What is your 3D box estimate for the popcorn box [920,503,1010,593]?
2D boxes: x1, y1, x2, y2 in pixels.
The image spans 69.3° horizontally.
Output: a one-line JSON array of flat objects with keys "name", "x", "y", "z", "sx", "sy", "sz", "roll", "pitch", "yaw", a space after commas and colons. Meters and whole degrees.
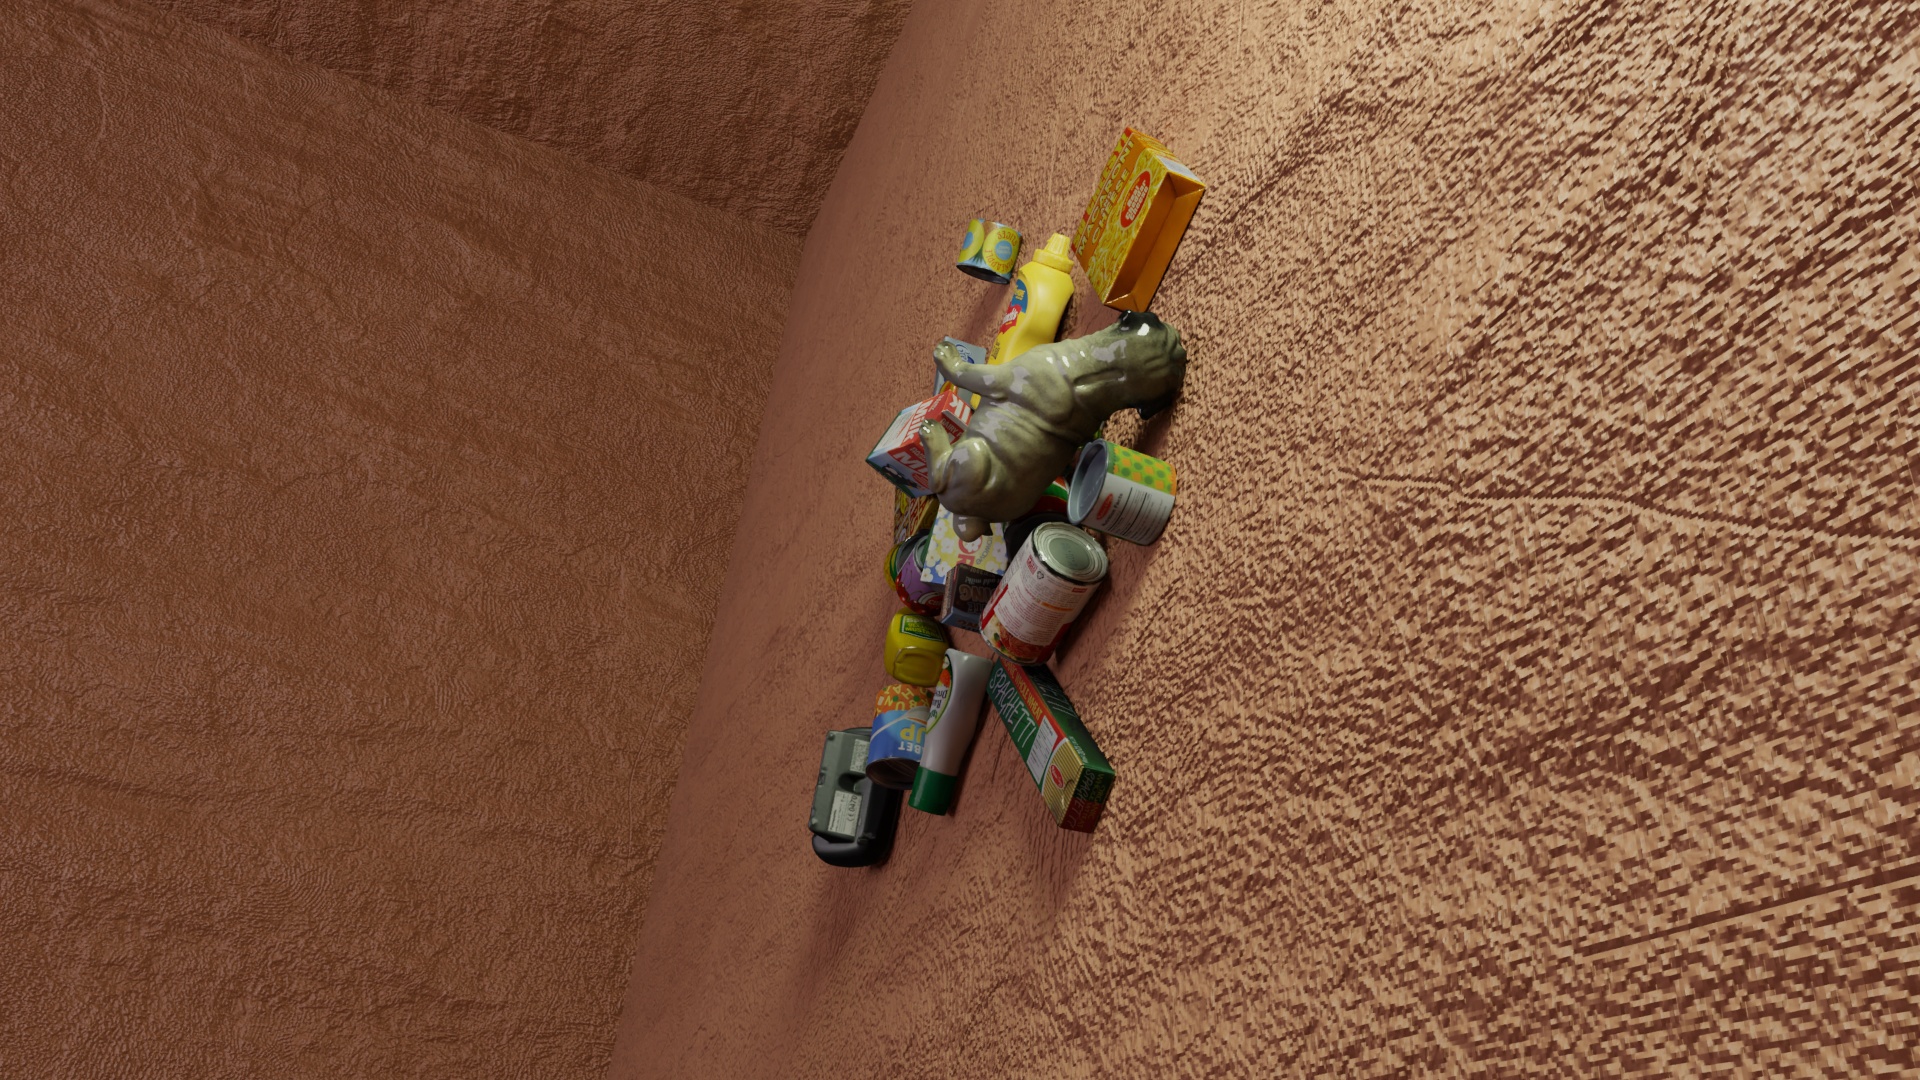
[{"name": "popcorn box", "x": 0.022, "y": -0.011, "z": 1.283, "sx": 0.038, "sy": 0.085, "sz": 0.127, "roll": 35, "pitch": -113, "yaw": -60}]

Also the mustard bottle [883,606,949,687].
[{"name": "mustard bottle", "x": -0.048, "y": 0.101, "z": 1.446, "sx": 0.161, "sy": 0.065, "sz": 0.048, "roll": -108, "pitch": 33, "yaw": -71}]

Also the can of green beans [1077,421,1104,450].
[{"name": "can of green beans", "x": 0.092, "y": -0.114, "z": 1.184, "sx": 0.071, "sy": 0.071, "sz": 0.058, "roll": 153, "pitch": 131, "yaw": -69}]

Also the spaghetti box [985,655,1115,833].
[{"name": "spaghetti box", "x": 0.064, "y": 0.143, "z": 1.071, "sx": 0.251, "sy": 0.029, "sz": 0.050, "roll": -122, "pitch": 52, "yaw": -70}]

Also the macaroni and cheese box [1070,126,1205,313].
[{"name": "macaroni and cheese box", "x": 0.150, "y": -0.282, "z": 1.214, "sx": 0.167, "sy": 0.040, "sz": 0.123, "roll": -103, "pitch": 34, "yaw": -61}]

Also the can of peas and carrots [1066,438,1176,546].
[{"name": "can of peas and carrots", "x": 0.118, "y": -0.036, "z": 1.023, "sx": 0.071, "sy": 0.059, "sz": 0.071, "roll": -161, "pitch": 89, "yaw": -75}]

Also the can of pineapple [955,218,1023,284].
[{"name": "can of pineapple", "x": 0.035, "y": -0.338, "z": 1.627, "sx": 0.071, "sy": 0.071, "sz": 0.058, "roll": -164, "pitch": 91, "yaw": -75}]

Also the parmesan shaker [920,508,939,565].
[{"name": "parmesan shaker", "x": 0.005, "y": -0.017, "z": 1.372, "sx": 0.071, "sy": 0.071, "sz": 0.102, "roll": -110, "pitch": 40, "yaw": -66}]

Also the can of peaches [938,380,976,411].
[{"name": "can of peaches", "x": 0.015, "y": -0.150, "z": 1.492, "sx": 0.058, "sy": 0.071, "sz": 0.071, "roll": 168, "pitch": 118, "yaw": -72}]

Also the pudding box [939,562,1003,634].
[{"name": "pudding box", "x": 0.027, "y": 0.056, "z": 1.189, "sx": 0.030, "sy": 0.084, "sz": 0.050, "roll": 135, "pitch": 149, "yaw": -59}]

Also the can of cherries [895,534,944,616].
[{"name": "can of cherries", "x": -0.027, "y": 0.039, "z": 1.434, "sx": 0.058, "sy": 0.071, "sz": 0.072, "roll": 124, "pitch": 158, "yaw": -46}]

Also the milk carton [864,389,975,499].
[{"name": "milk carton", "x": -0.024, "y": -0.101, "z": 1.454, "sx": 0.073, "sy": 0.072, "sz": 0.190, "roll": -56, "pitch": 16, "yaw": -17}]

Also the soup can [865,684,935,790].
[{"name": "soup can", "x": -0.053, "y": 0.192, "z": 1.359, "sx": 0.071, "sy": 0.071, "sz": 0.084, "roll": 126, "pitch": 156, "yaw": -50}]

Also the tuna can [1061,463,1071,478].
[{"name": "tuna can", "x": 0.066, "y": -0.070, "z": 1.222, "sx": 0.032, "sy": 0.071, "sz": 0.071, "roll": -49, "pitch": 22, "yaw": 17}]

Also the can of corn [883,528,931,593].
[{"name": "can of corn", "x": -0.045, "y": 0.026, "z": 1.506, "sx": 0.058, "sy": 0.071, "sz": 0.071, "roll": 157, "pitch": 129, "yaw": -71}]

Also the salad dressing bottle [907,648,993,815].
[{"name": "salad dressing bottle", "x": -0.011, "y": 0.175, "z": 1.268, "sx": 0.064, "sy": 0.044, "sz": 0.147, "roll": 174, "pitch": 112, "yaw": -75}]

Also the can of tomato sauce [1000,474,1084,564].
[{"name": "can of tomato sauce", "x": 0.065, "y": -0.016, "z": 1.164, "sx": 0.083, "sy": 0.071, "sz": 0.071, "roll": -99, "pitch": 30, "yaw": -59}]

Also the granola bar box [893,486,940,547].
[{"name": "granola bar box", "x": -0.038, "y": -0.051, "z": 1.617, "sx": 0.166, "sy": 0.039, "sz": 0.123, "roll": -91, "pitch": 25, "yaw": -50}]

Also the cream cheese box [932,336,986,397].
[{"name": "cream cheese box", "x": -0.003, "y": -0.186, "z": 1.615, "sx": 0.024, "sy": 0.053, "sz": 0.104, "roll": 126, "pitch": 156, "yaw": -54}]
